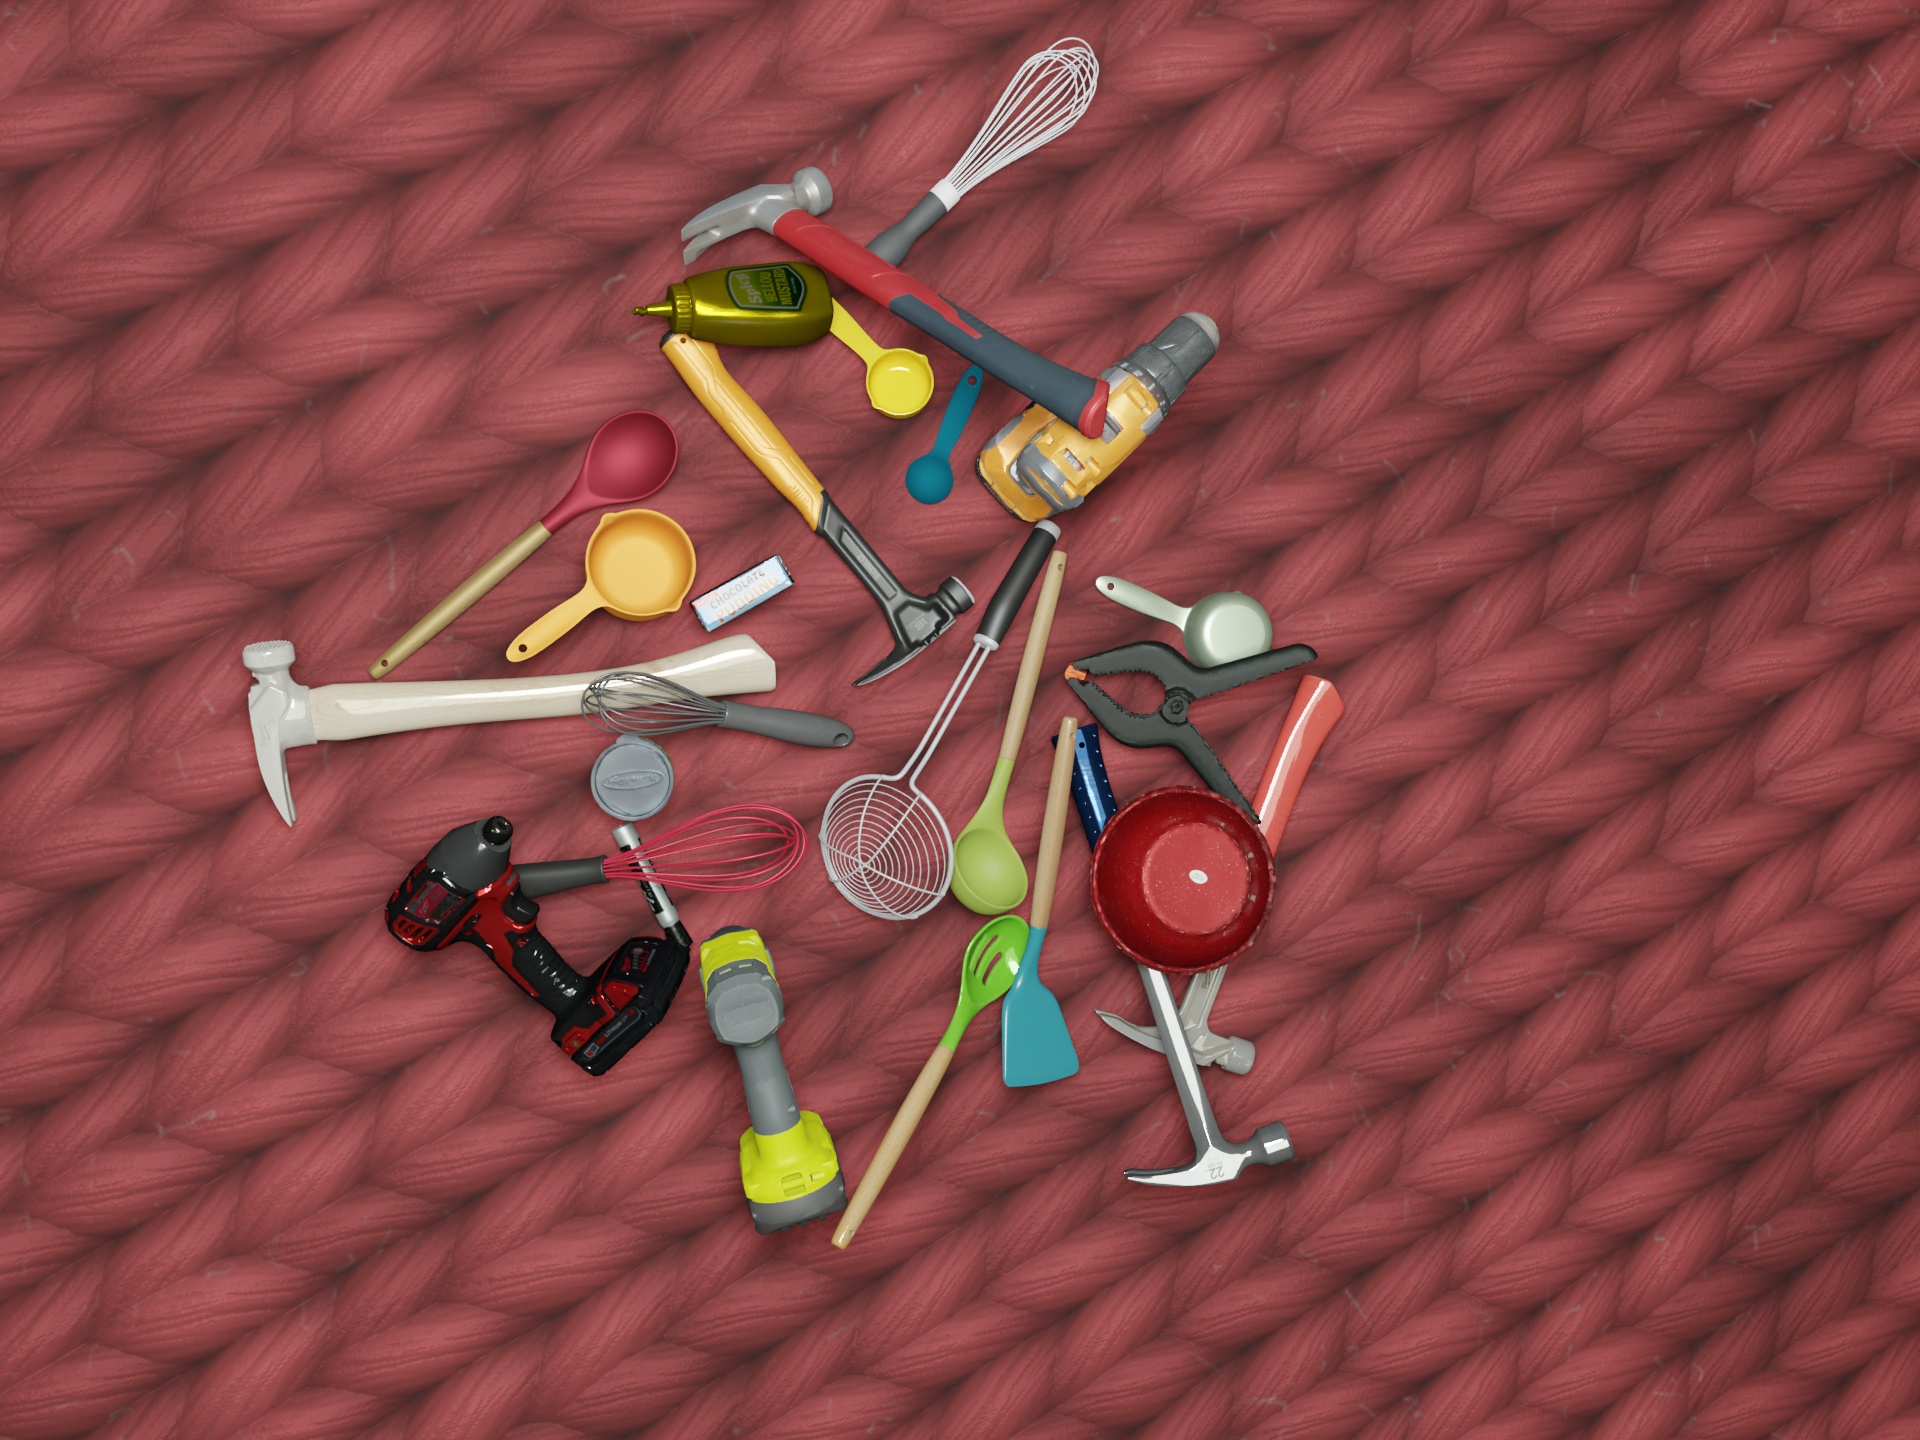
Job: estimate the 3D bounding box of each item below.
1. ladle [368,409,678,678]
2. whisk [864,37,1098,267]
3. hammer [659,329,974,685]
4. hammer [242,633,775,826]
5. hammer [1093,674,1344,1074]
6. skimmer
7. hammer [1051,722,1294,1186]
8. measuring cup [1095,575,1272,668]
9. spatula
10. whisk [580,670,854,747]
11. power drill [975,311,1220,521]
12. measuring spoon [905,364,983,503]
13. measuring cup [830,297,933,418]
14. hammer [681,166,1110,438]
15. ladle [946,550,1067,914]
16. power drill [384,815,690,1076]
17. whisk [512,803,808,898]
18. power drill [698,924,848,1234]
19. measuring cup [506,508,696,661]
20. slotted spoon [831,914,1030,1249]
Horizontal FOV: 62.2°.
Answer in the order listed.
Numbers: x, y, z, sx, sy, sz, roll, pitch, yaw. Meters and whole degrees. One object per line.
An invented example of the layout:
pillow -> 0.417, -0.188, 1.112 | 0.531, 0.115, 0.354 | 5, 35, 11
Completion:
ladle -> -0.358, -0.140, 1.300 | 0.315, 0.031, 0.069 | -41, 94, -4
whisk -> 0.010, -0.465, 1.342 | 0.284, 0.070, 0.070 | -45, 99, -1
hammer -> -0.139, -0.188, 1.334 | 0.127, 0.034, 0.337 | -40, 98, -7
hammer -> -0.356, -0.009, 1.296 | 0.410, 0.038, 0.146 | -6, 104, -12
hammer -> 0.248, 0.128, 1.415 | 0.149, 0.037, 0.359 | 21, 89, -10
skimmer -> -0.002, -0.004, 1.362 | 0.127, 0.090, 0.363 | 24, 75, 21
hammer -> 0.154, 0.202, 1.369 | 0.144, 0.035, 0.405 | -18, 86, -1
measuring cup -> 0.197, -0.092, 1.395 | 0.167, 0.038, 0.083 | 21, 88, -12
spatula -> 0.078, 0.153, 1.351 | 0.082, 0.044, 0.317 | -2, 105, -34
whisk -> -0.194, -0.002, 1.301 | 0.238, 0.055, 0.055 | 10, 91, -29
power drill -> 0.108, -0.242, 1.277 | 0.185, 0.226, 0.084 | -45, 100, -5
measuring spoon -> -0.008, -0.246, 1.360 | 0.042, 0.021, 0.128 | 23, 89, -10
measuring cup -> -0.086, -0.318, 1.348 | 0.156, 0.029, 0.062 | 45, 86, 3
hammer -> -0.046, -0.312, 1.213 | 0.143, 0.038, 0.387 | -35, 58, -29
ladle -> 0.053, 0.009, 1.366 | 0.078, 0.062, 0.320 | 17, 86, -32
power drill -> -0.333, 0.171, 1.260 | 0.219, 0.079, 0.143 | 39, 119, -13
whisk -> -0.269, 0.118, 1.292 | 0.296, 0.073, 0.073 | -9, 94, 5
power drill -> -0.160, 0.282, 1.290 | 0.080, 0.171, 0.223 | -15, 103, -9
measuring cup -> -0.295, -0.099, 1.290 | 0.173, 0.052, 0.095 | -39, 95, -14
slotted spoon -> -0.026, 0.293, 1.319 | 0.070, 0.031, 0.314 | 53, 55, -35
